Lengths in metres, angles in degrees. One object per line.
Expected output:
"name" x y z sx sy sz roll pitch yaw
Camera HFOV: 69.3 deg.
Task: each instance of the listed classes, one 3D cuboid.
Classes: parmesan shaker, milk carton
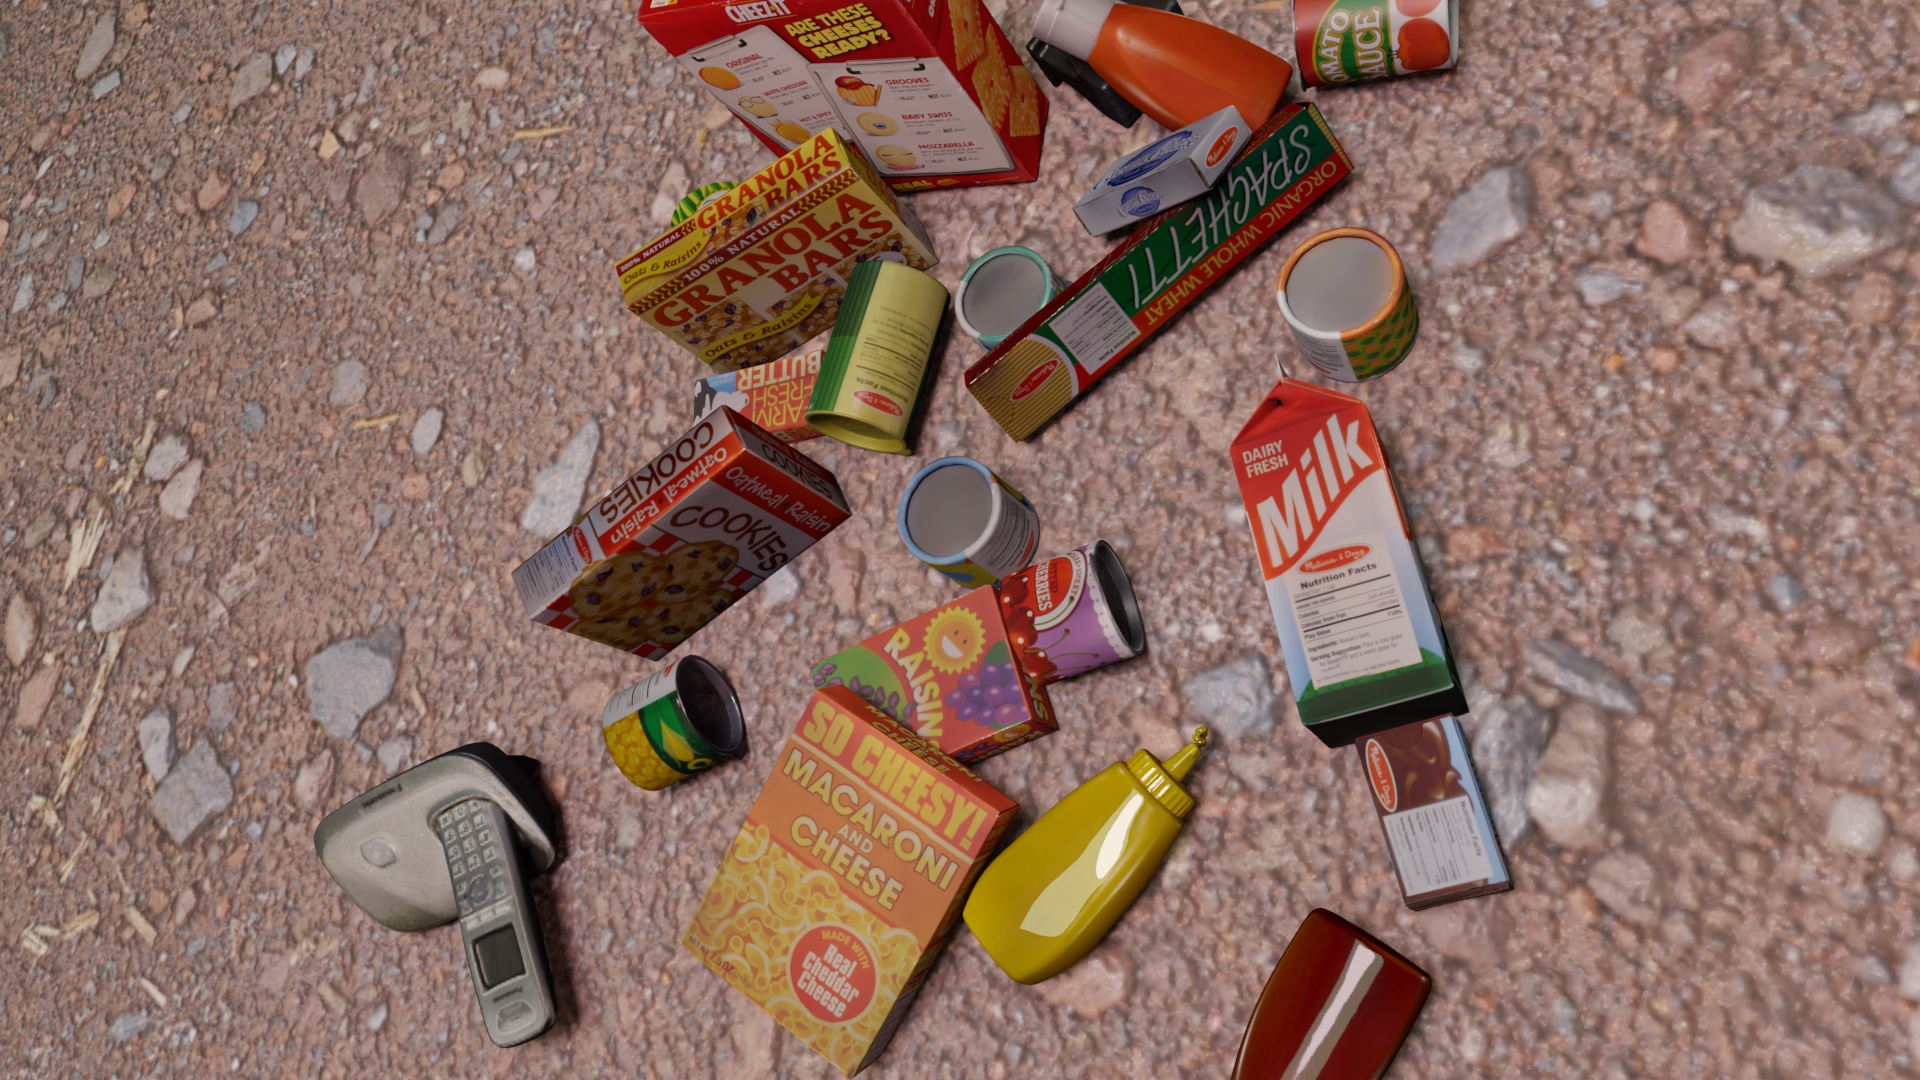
"parmesan shaker" -0.048 -0.113 0.866 0.071 0.071 0.103 10 76 28
"milk carton" 0.191 0.000 0.704 0.073 0.072 0.191 -19 66 19

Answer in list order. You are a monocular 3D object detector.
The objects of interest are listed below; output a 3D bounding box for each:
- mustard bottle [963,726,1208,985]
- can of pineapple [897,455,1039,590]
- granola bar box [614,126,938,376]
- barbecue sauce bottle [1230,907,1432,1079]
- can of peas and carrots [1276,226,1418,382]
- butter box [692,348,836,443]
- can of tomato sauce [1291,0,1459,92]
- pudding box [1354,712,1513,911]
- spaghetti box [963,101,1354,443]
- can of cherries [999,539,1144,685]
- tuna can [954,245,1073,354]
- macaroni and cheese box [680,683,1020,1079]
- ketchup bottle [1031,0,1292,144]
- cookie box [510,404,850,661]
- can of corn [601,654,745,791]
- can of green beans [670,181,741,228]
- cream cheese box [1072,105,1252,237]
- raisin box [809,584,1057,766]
"mustard bottle" 0.074 0.157 0.718 0.160 0.048 0.065 -46 60 4
"can of pineapple" 0.003 -0.010 0.806 0.071 0.058 0.071 -9 69 24
"granola bar box" -0.115 -0.177 0.884 0.165 0.124 0.039 -28 64 15
"barbecue sauce bottle" 0.157 0.251 0.648 0.065 0.043 0.148 29 87 31
"can of peas and carrots" 0.210 -0.128 0.747 0.071 0.058 0.071 -8 70 23
"butter box" -0.129 -0.089 0.918 0.103 0.024 0.053 -10 68 23
"can of tomato sauce" 0.236 -0.295 0.788 0.083 0.071 0.071 0 73 25
"pudding box" 0.227 0.130 0.664 0.049 0.030 0.084 -21 65 20
"spaghetti box" 0.113 -0.154 0.806 0.250 0.050 0.029 -39 21 9
"can of cherries" 0.060 0.038 0.754 0.058 0.071 0.072 -21 65 19
"tuna can" 0.034 -0.146 0.854 0.071 0.033 0.071 -9 69 24
"macaroni and cheese box" -0.061 0.180 0.750 0.124 0.040 0.166 31 99 19
"ketchup bottle" 0.116 -0.282 0.815 0.149 0.043 0.064 26 89 -2
"cookie box" -0.167 0.000 0.847 0.167 0.123 0.040 -37 62 10
"can of corn" -0.173 0.114 0.845 0.058 0.071 0.071 -28 63 16
"can of green beans" -0.158 -0.201 0.947 0.071 0.071 0.058 -31 61 13
"cream cheese box" 0.116 -0.213 0.806 0.103 0.024 0.053 -9 37 55
"raisin box" -0.017 0.090 0.792 0.123 0.040 0.086 -26 63 17
